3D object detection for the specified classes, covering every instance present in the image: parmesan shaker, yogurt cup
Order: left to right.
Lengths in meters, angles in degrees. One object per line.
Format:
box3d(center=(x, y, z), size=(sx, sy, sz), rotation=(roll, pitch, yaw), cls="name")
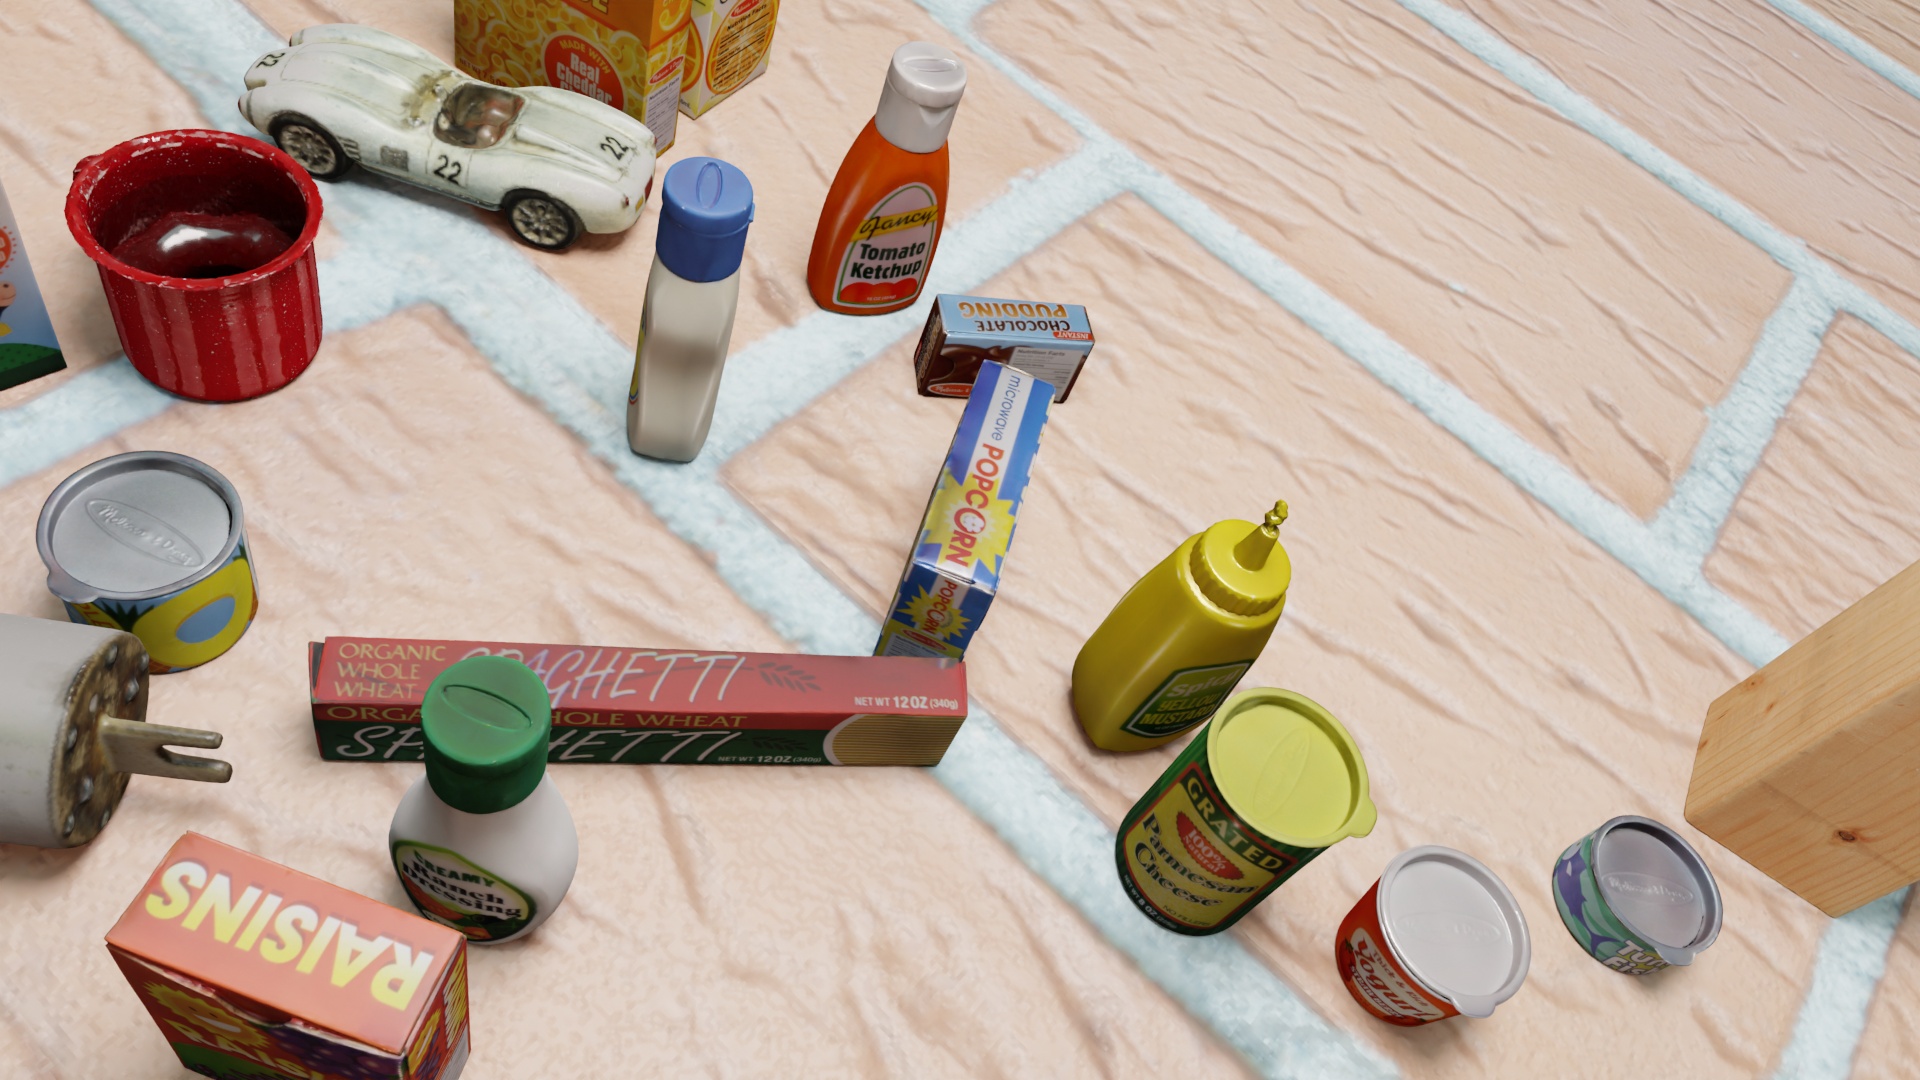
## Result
box3d(center=(0.113, 0.115, 0.563), size=(0.071, 0.102, 0.071), rotation=(9, 53, -12), cls="parmesan shaker")
box3d(center=(0.194, 0.169, 0.583), size=(0.072, 0.053, 0.073), rotation=(9, 53, -12), cls="yogurt cup")

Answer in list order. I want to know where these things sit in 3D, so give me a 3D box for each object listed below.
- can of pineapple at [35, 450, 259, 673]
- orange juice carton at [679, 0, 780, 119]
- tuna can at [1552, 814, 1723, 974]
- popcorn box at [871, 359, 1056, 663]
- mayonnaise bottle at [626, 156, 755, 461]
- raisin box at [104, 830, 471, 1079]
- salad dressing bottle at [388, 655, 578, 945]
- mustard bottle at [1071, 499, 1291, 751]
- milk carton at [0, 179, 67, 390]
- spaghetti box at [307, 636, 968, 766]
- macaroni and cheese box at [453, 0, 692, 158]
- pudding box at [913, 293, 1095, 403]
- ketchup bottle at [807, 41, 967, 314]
box3d(center=(-0.306, 0.010, 0.525), size=(0.071, 0.057, 0.071), rotation=(9, 53, -12), cls="can of pineapple")
box3d(center=(-0.138, -0.334, 0.747), size=(0.072, 0.191, 0.073), rotation=(34, 52, 7), cls="orange juice carton")
box3d(center=(0.311, 0.166, 0.639), size=(0.071, 0.032, 0.071), rotation=(9, 53, -12), cls="tuna can")
box3d(center=(0.002, -0.008, 0.626), size=(0.038, 0.084, 0.127), rotation=(21, 51, -4), cls="popcorn box")
box3d(center=(-0.120, -0.101, 0.612), size=(0.041, 0.147, 0.065), rotation=(9, 53, -13), cls="mayonnaise bottle")
box3d(center=(-0.198, 0.142, 0.424), size=(0.086, 0.122, 0.040), rotation=(22, 51, -2), cls="raisin box")
box3d(center=(-0.158, 0.089, 0.461), size=(0.064, 0.146, 0.044), rotation=(24, 51, -1), cls="salad dressing bottle")
box3d(center=(0.098, 0.035, 0.580), size=(0.065, 0.159, 0.049), rotation=(-6, 58, -23), cls="mustard bottle")
box3d(center=(-0.404, -0.134, 0.512), size=(0.074, 0.189, 0.072), rotation=(-32, 71, -34), cls="milk carton")
box3d(center=(-0.122, 0.066, 0.552), size=(0.250, 0.050, 0.029), rotation=(3, 55, -17), cls="spaghetti box")
box3d(center=(-0.199, -0.289, 0.710), size=(0.124, 0.165, 0.040), rotation=(31, 52, 5), cls="macaroni and cheese box")
box3d(center=(0.022, -0.099, 0.722), size=(0.084, 0.049, 0.030), rotation=(1, 55, -18), cls="pudding box")
box3d(center=(-0.034, -0.179, 0.697), size=(0.065, 0.148, 0.044), rotation=(-9, 59, -24), cls="ketchup bottle")
